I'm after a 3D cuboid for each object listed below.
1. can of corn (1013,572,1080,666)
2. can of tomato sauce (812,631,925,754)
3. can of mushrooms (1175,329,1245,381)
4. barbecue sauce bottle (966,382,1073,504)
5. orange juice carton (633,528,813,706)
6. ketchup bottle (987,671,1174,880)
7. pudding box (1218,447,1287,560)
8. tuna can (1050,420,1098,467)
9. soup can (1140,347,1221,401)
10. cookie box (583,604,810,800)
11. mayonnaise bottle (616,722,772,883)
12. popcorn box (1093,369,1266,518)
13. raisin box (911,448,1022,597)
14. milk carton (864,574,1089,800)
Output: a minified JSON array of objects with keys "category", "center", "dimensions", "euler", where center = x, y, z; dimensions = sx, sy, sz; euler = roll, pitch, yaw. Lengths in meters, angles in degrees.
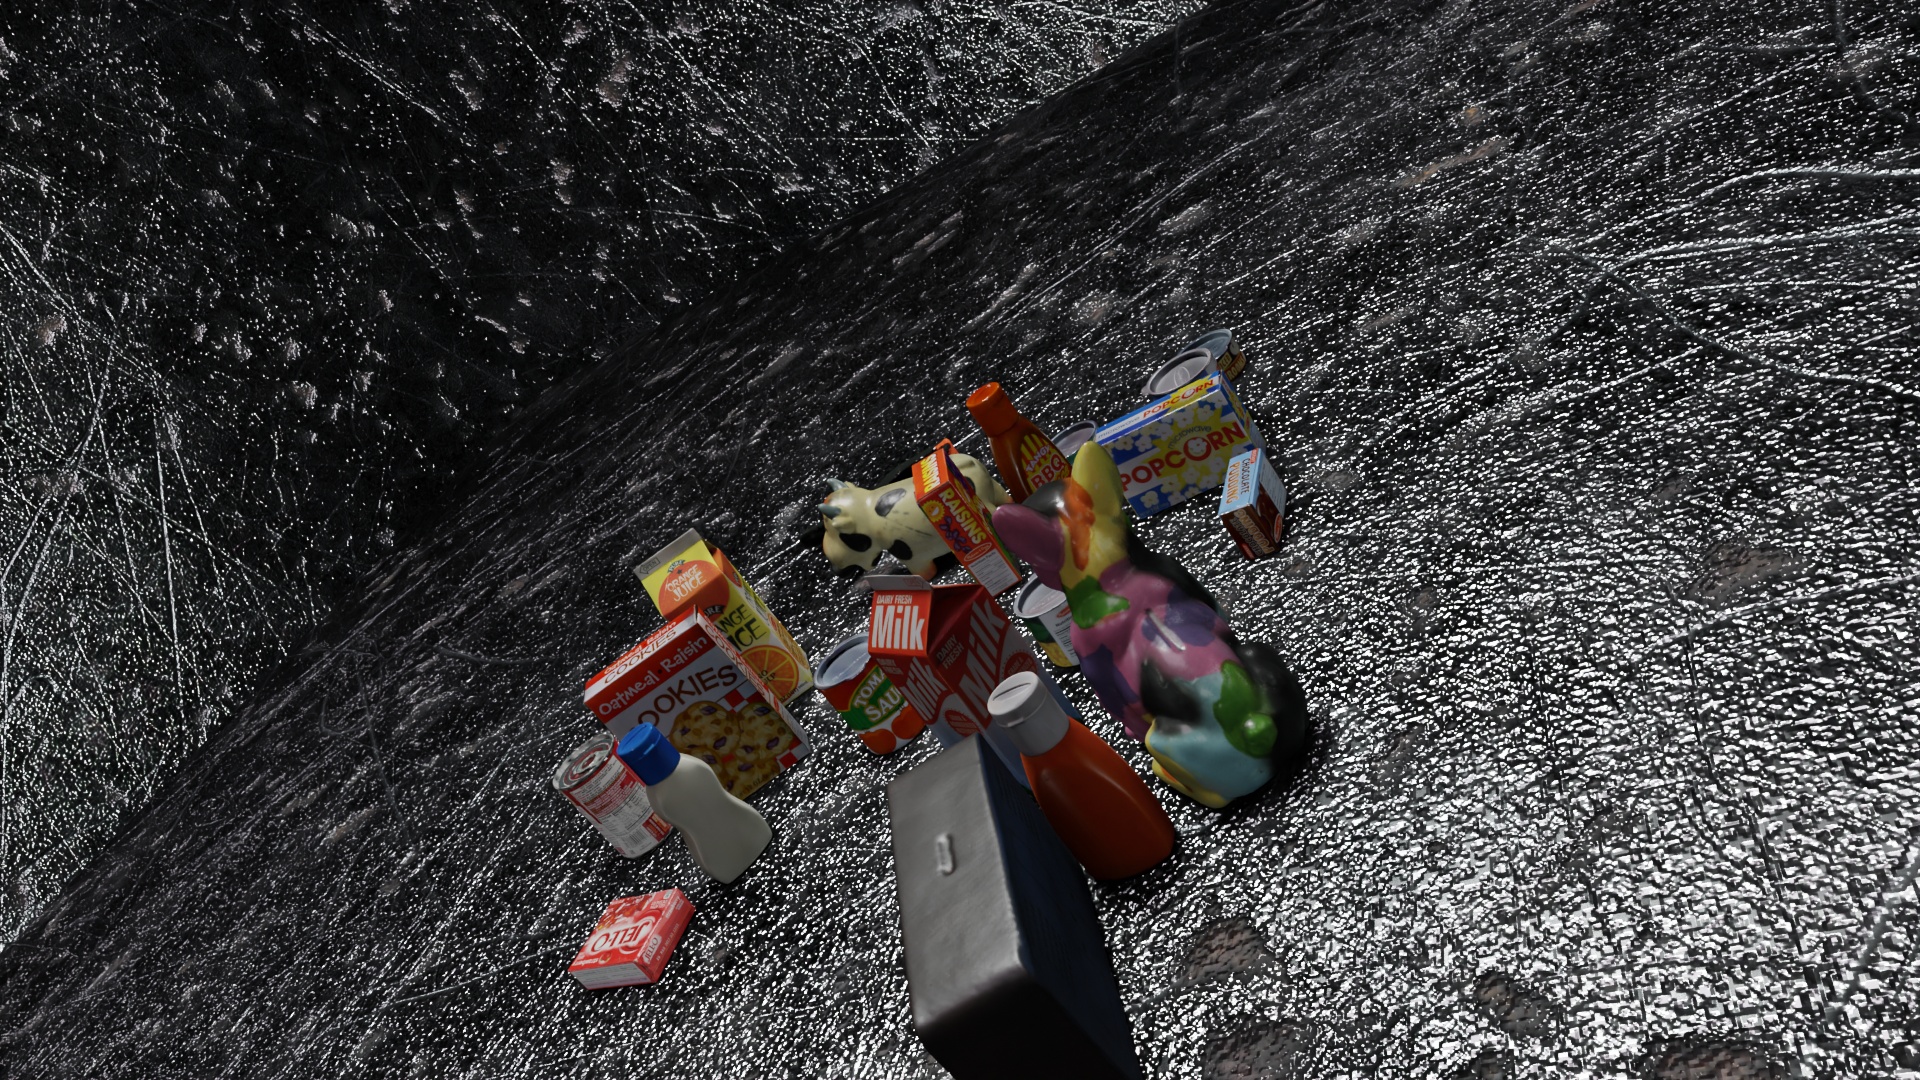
[{"category":"can of corn","center":[0.085,0.059,1.123],"dimensions":[0.071,0.058,0.071],"euler":[-30,24,15]},{"category":"can of tomato sauce","center":[-0.073,0.130,1.175],"dimensions":[0.071,0.083,0.071],"euler":[-30,24,15]},{"category":"can of mushrooms","center":[0.248,-0.176,1.376],"dimensions":[0.071,0.033,0.071],"euler":[-30,24,15]},{"category":"barbecue sauce bottle","center":[0.060,-0.081,1.309],"dimensions":[0.065,0.148,0.043],"euler":[-48,25,-25]},{"category":"orange juice carton","center":[-0.229,0.079,1.351],"dimensions":[0.072,0.192,0.073],"euler":[-36,23,0]},{"category":"ketchup bottle","center":[0.071,0.146,0.860],"dimensions":[0.064,0.148,0.044],"euler":[-26,25,24]},{"category":"pudding box","center":[0.232,-0.030,1.098],"dimensions":[0.030,0.049,0.084],"euler":[-22,27,31]},{"category":"tuna can","center":[0.115,-0.086,1.390],"dimensions":[0.071,0.032,0.071],"euler":[-30,24,15]},{"category":"soup can","center":[0.214,-0.119,1.251],"dimensions":[0.071,0.083,0.072],"euler":[-30,24,15]},{"category":"cookie box","center":[-0.233,0.158,1.238],"dimensions":[0.123,0.167,0.040],"euler":[-36,23,2]},{"category":"mayonnaise bottle","center":[-0.221,0.212,1.141],"dimensions":[0.065,0.147,0.041],"euler":[-46,25,-22]},{"category":"popcorn box","center":[0.191,-0.082,1.210],"dimensions":[0.126,0.085,0.038],"euler":[-25,25,25]},{"category":"raisin box","center":[0.005,-0.016,1.295],"dimensions":[0.040,0.123,0.086],"euler":[-32,23,10]},{"category":"milk carton","center":[0.004,0.094,0.998],"dimensions":[0.072,0.190,0.074],"euler":[-4,39,52]}]
